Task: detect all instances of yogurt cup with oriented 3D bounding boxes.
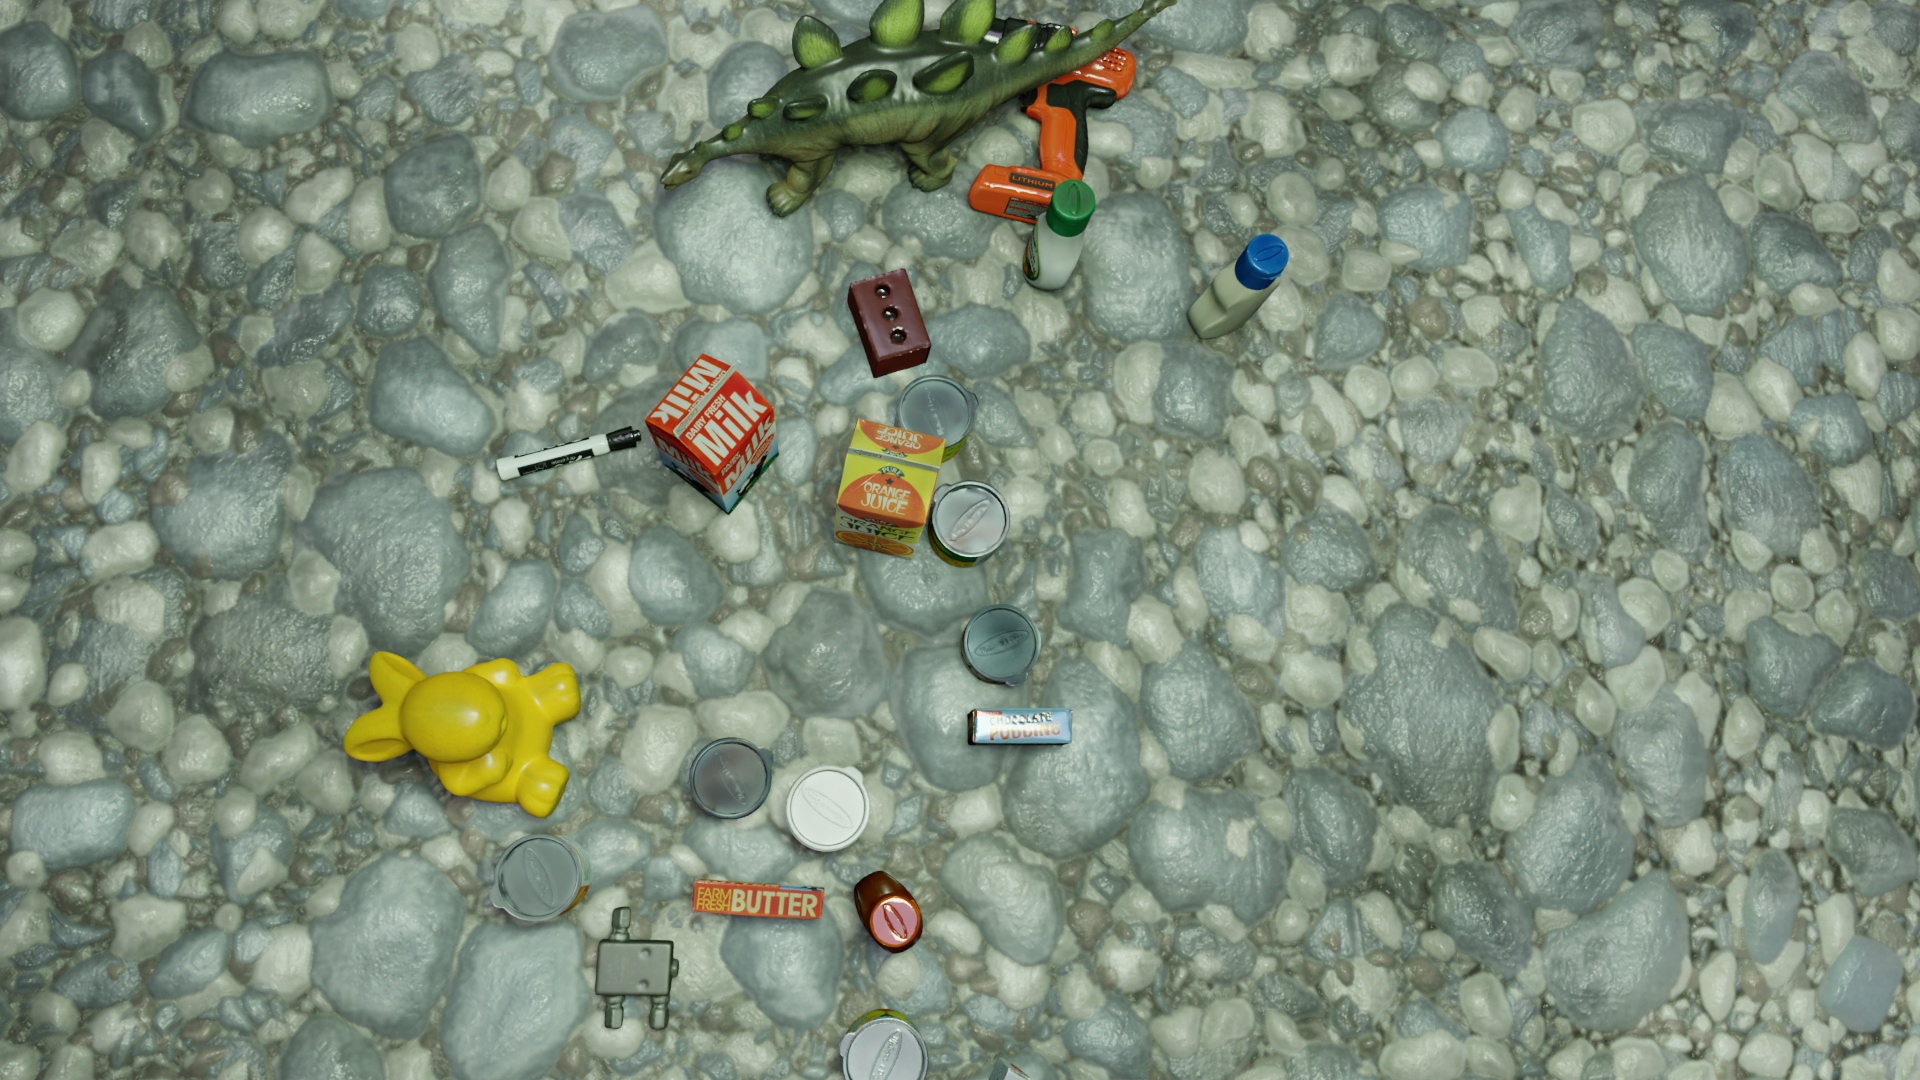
[{"bbox_3d":[-0.108,0.218,1.130,0.072,0.054,0.072,1,78,-6],"label":"yogurt cup"}]

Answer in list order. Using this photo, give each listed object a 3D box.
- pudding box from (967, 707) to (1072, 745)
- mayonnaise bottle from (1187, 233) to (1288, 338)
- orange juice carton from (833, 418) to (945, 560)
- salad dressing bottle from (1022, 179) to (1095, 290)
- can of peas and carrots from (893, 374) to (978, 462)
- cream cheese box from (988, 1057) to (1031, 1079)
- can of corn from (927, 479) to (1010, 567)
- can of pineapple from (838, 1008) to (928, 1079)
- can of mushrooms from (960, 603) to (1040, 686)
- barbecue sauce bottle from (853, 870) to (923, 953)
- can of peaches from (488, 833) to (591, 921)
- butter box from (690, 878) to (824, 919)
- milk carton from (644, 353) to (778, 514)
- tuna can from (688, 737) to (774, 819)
[{"bbox_3d":[0.050,0.156,1.163,0.084,0.049,0.030,1,78,-6],"label":"pudding box"},{"bbox_3d":[0.247,-0.223,1.217,0.065,0.147,0.041,-25,82,-10],"label":"mayonnaise bottle"},{"bbox_3d":[-0.059,-0.043,1.121,0.072,0.192,0.073,14,77,-3],"label":"orange juice carton"},{"bbox_3d":[0.086,-0.266,1.208,0.044,0.147,0.064,2,78,-6],"label":"salad dressing bottle"},{"bbox_3d":[-0.022,-0.105,1.207,0.071,0.058,0.071,1,78,-6],"label":"can of peas and carrots"},{"bbox_3d":[0.022,0.464,1.091,0.024,0.053,0.104,27,76,0],"label":"cream cheese box"},{"bbox_3d":[0.004,-0.015,1.191,0.071,0.058,0.071,1,78,-6],"label":"can of corn"},{"bbox_3d":[-0.061,0.404,1.093,0.071,0.057,0.071,1,78,-6],"label":"can of pineapple"},{"bbox_3d":[0.034,0.091,1.184,0.071,0.033,0.071,1,78,-6],"label":"can of mushrooms"},{"bbox_3d":[-0.054,0.289,1.072,0.044,0.148,0.065,-29,83,-11],"label":"barbecue sauce bottle"},{"bbox_3d":[-0.330,0.265,1.093,0.071,0.058,0.071,1,78,-6],"label":"can of peaches"},{"bbox_3d":[-0.161,0.286,1.110,0.103,0.053,0.024,5,78,-5],"label":"butter box"},{"bbox_3d":[-0.198,-0.087,1.116,0.073,0.190,0.072,38,77,2],"label":"milk carton"},{"bbox_3d":[-0.185,0.194,1.137,0.071,0.032,0.071,1,78,-6],"label":"tuna can"}]
